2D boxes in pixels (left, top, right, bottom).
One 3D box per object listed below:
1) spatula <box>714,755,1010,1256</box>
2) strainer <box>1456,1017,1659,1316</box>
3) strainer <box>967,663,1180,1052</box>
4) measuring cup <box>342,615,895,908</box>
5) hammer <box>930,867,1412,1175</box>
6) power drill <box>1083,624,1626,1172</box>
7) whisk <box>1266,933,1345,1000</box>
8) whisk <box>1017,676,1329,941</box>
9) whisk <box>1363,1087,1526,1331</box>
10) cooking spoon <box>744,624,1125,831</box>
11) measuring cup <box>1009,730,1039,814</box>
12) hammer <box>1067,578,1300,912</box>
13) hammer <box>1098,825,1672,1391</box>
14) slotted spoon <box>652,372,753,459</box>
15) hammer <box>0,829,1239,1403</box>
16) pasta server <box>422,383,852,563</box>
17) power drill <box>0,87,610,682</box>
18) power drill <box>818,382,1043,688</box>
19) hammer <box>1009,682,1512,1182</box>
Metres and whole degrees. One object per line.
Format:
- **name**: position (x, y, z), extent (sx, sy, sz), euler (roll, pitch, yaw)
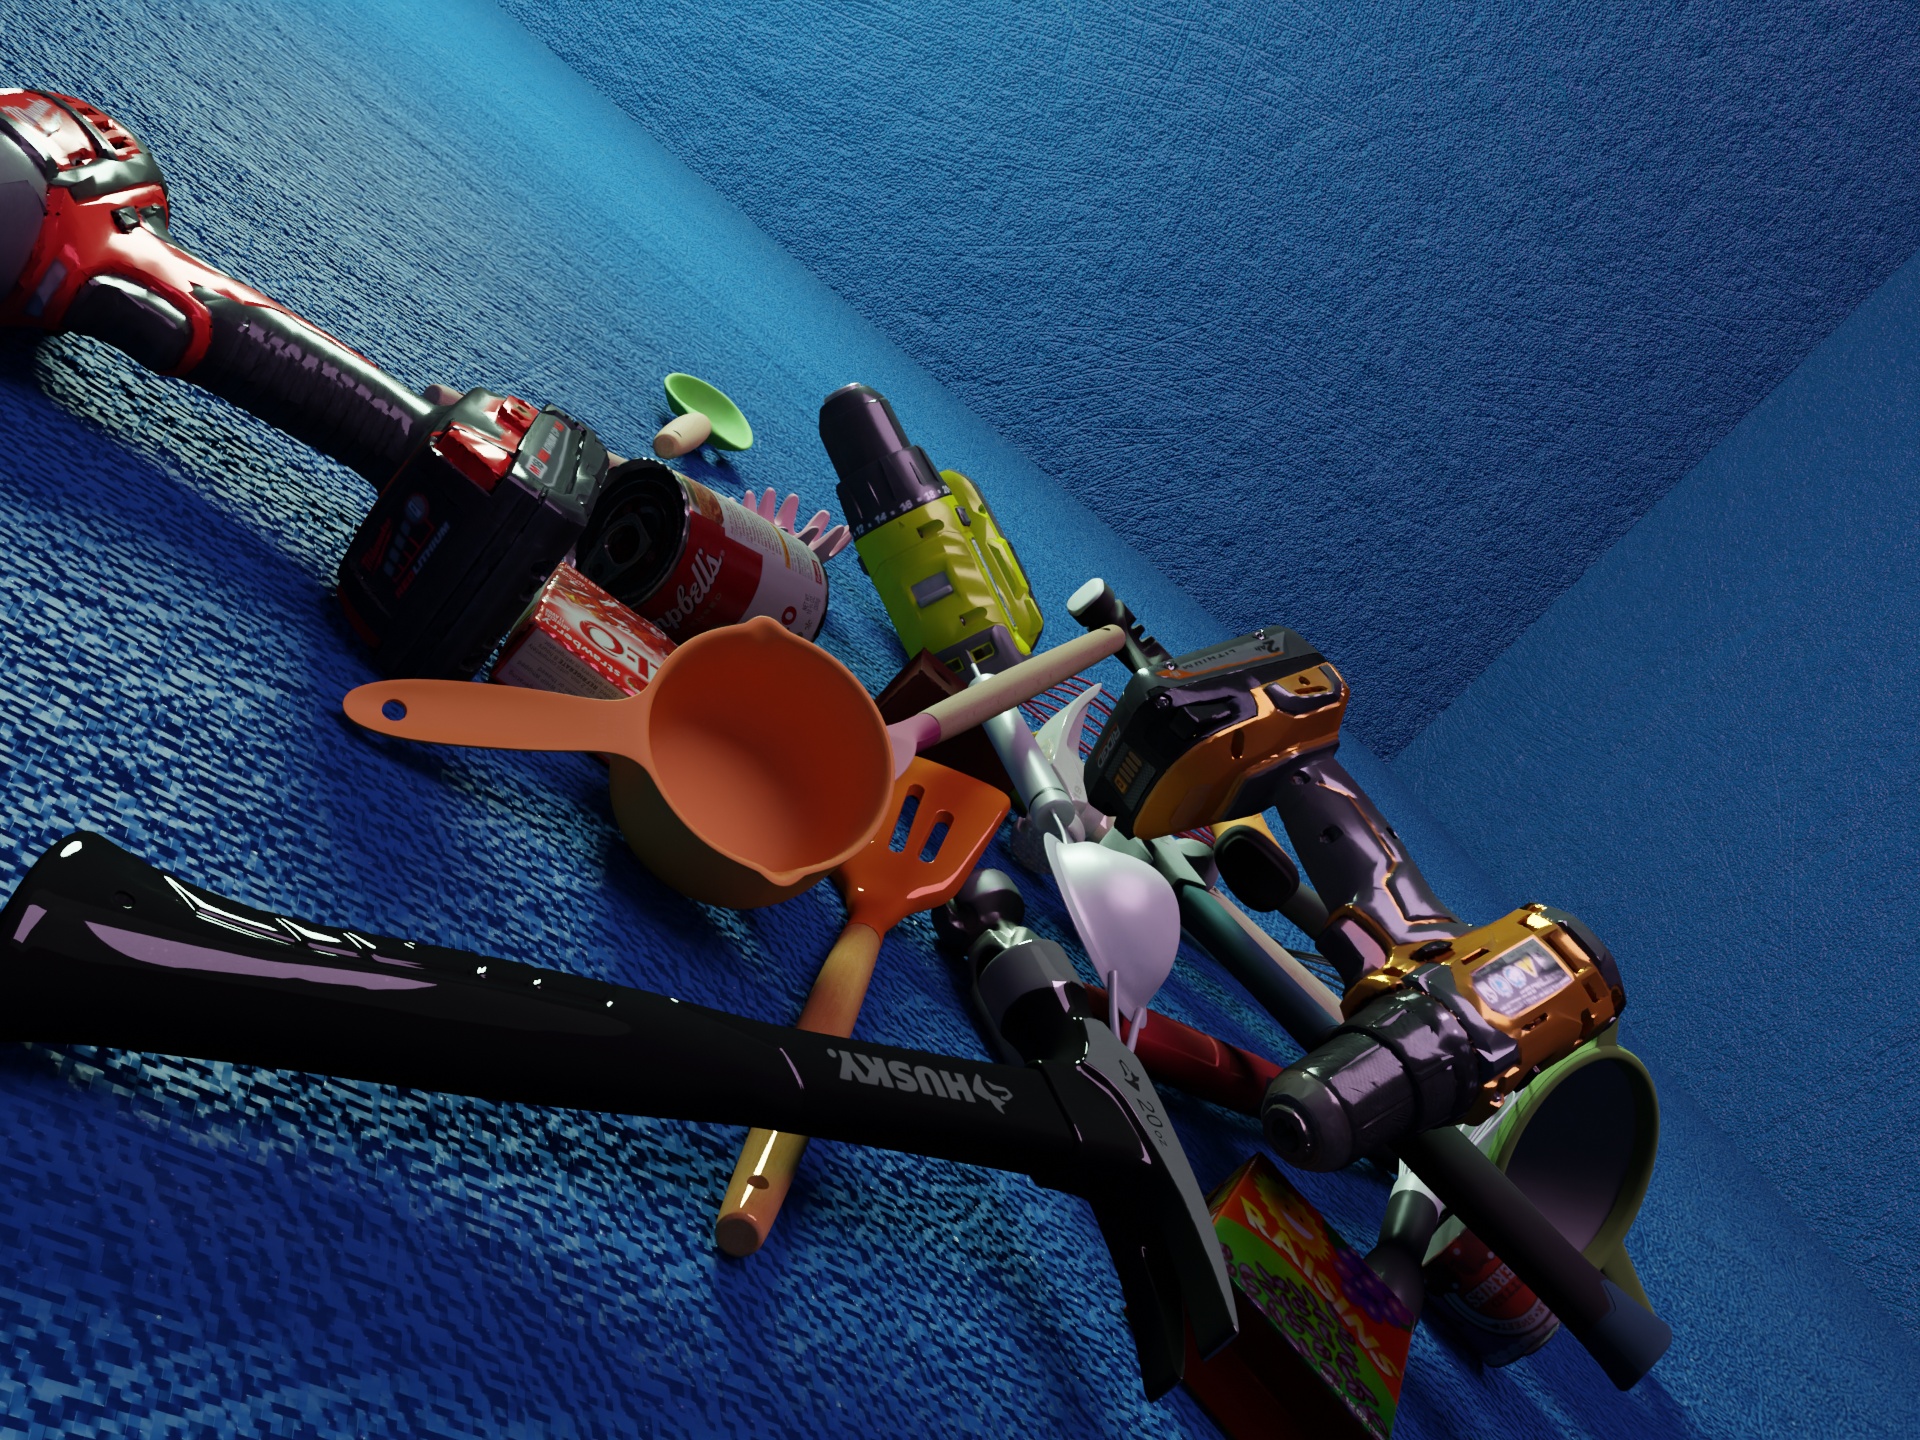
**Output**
- **spatula**: position (-0.036, 0.076, 0.538), extent (0.081, 0.041, 0.323), euler (19, 16, 0)
- **strainer**: position (0.342, 0.279, 0.917), extent (0.069, 0.151, 0.256), euler (21, -29, 53)
- **strainer**: position (0.044, 0.042, 0.689), extent (0.086, 0.050, 0.259), euler (56, 4, -37)
- **measuring cup**: position (-0.109, 0.014, 0.507), extent (0.173, 0.052, 0.095), euler (7, 61, -27)
- **hammer**: position (0.140, 0.180, 0.739), extent (0.385, 0.038, 0.143), euler (30, 19, -44)
- **power drill**: position (0.146, 0.074, 0.672), extent (0.185, 0.084, 0.226), euler (-18, 57, -35)
- **whisk**: position (0.190, 0.145, 0.991), extent (0.238, 0.055, 0.055), euler (32, 16, -25)
- **whisk**: position (0.144, 0.064, 0.997), extent (0.296, 0.073, 0.073), euler (37, 12, 5)
- **whisk**: position (0.220, 0.209, 0.745), extent (0.070, 0.070, 0.284), euler (45, 30, 6)
- **cooking spoon**: position (-0.001, -0.002, 0.693), extent (0.069, 0.017, 0.319), euler (8, 19, 30)
- **measuring cup**: position (0.014, 0.028, 0.897), extent (0.156, 0.029, 0.062), euler (14, 37, -41)
- **hammer**: position (0.135, 0.018, 0.906), extent (0.127, 0.034, 0.337), euler (44, 13, -20)
- **hammer**: position (0.174, 0.153, 0.707), extent (0.128, 0.033, 0.331), euler (21, 20, -51)
- **slotted spoon**: position (-0.158, -0.172, 0.933), extent (0.070, 0.031, 0.314), euler (39, 8, -12)
- **hammer**: position (-0.056, 0.088, 0.384), extent (0.334, 0.035, 0.146), euler (22, 28, -42)
- **pasta server**: position (-0.156, -0.128, 0.838), extent (0.060, 0.040, 0.316), euler (31, 7, 29)
- **power drill**: position (-0.225, -0.108, 0.494), extent (0.219, 0.078, 0.143), euler (36, 15, -19)
- **power drill**: position (-0.015, -0.097, 0.934), extent (0.190, 0.080, 0.228), euler (64, 6, -2)
- **hammer**: position (0.191, 0.148, 0.926), extent (0.410, 0.038, 0.146), euler (42, 33, -15)
